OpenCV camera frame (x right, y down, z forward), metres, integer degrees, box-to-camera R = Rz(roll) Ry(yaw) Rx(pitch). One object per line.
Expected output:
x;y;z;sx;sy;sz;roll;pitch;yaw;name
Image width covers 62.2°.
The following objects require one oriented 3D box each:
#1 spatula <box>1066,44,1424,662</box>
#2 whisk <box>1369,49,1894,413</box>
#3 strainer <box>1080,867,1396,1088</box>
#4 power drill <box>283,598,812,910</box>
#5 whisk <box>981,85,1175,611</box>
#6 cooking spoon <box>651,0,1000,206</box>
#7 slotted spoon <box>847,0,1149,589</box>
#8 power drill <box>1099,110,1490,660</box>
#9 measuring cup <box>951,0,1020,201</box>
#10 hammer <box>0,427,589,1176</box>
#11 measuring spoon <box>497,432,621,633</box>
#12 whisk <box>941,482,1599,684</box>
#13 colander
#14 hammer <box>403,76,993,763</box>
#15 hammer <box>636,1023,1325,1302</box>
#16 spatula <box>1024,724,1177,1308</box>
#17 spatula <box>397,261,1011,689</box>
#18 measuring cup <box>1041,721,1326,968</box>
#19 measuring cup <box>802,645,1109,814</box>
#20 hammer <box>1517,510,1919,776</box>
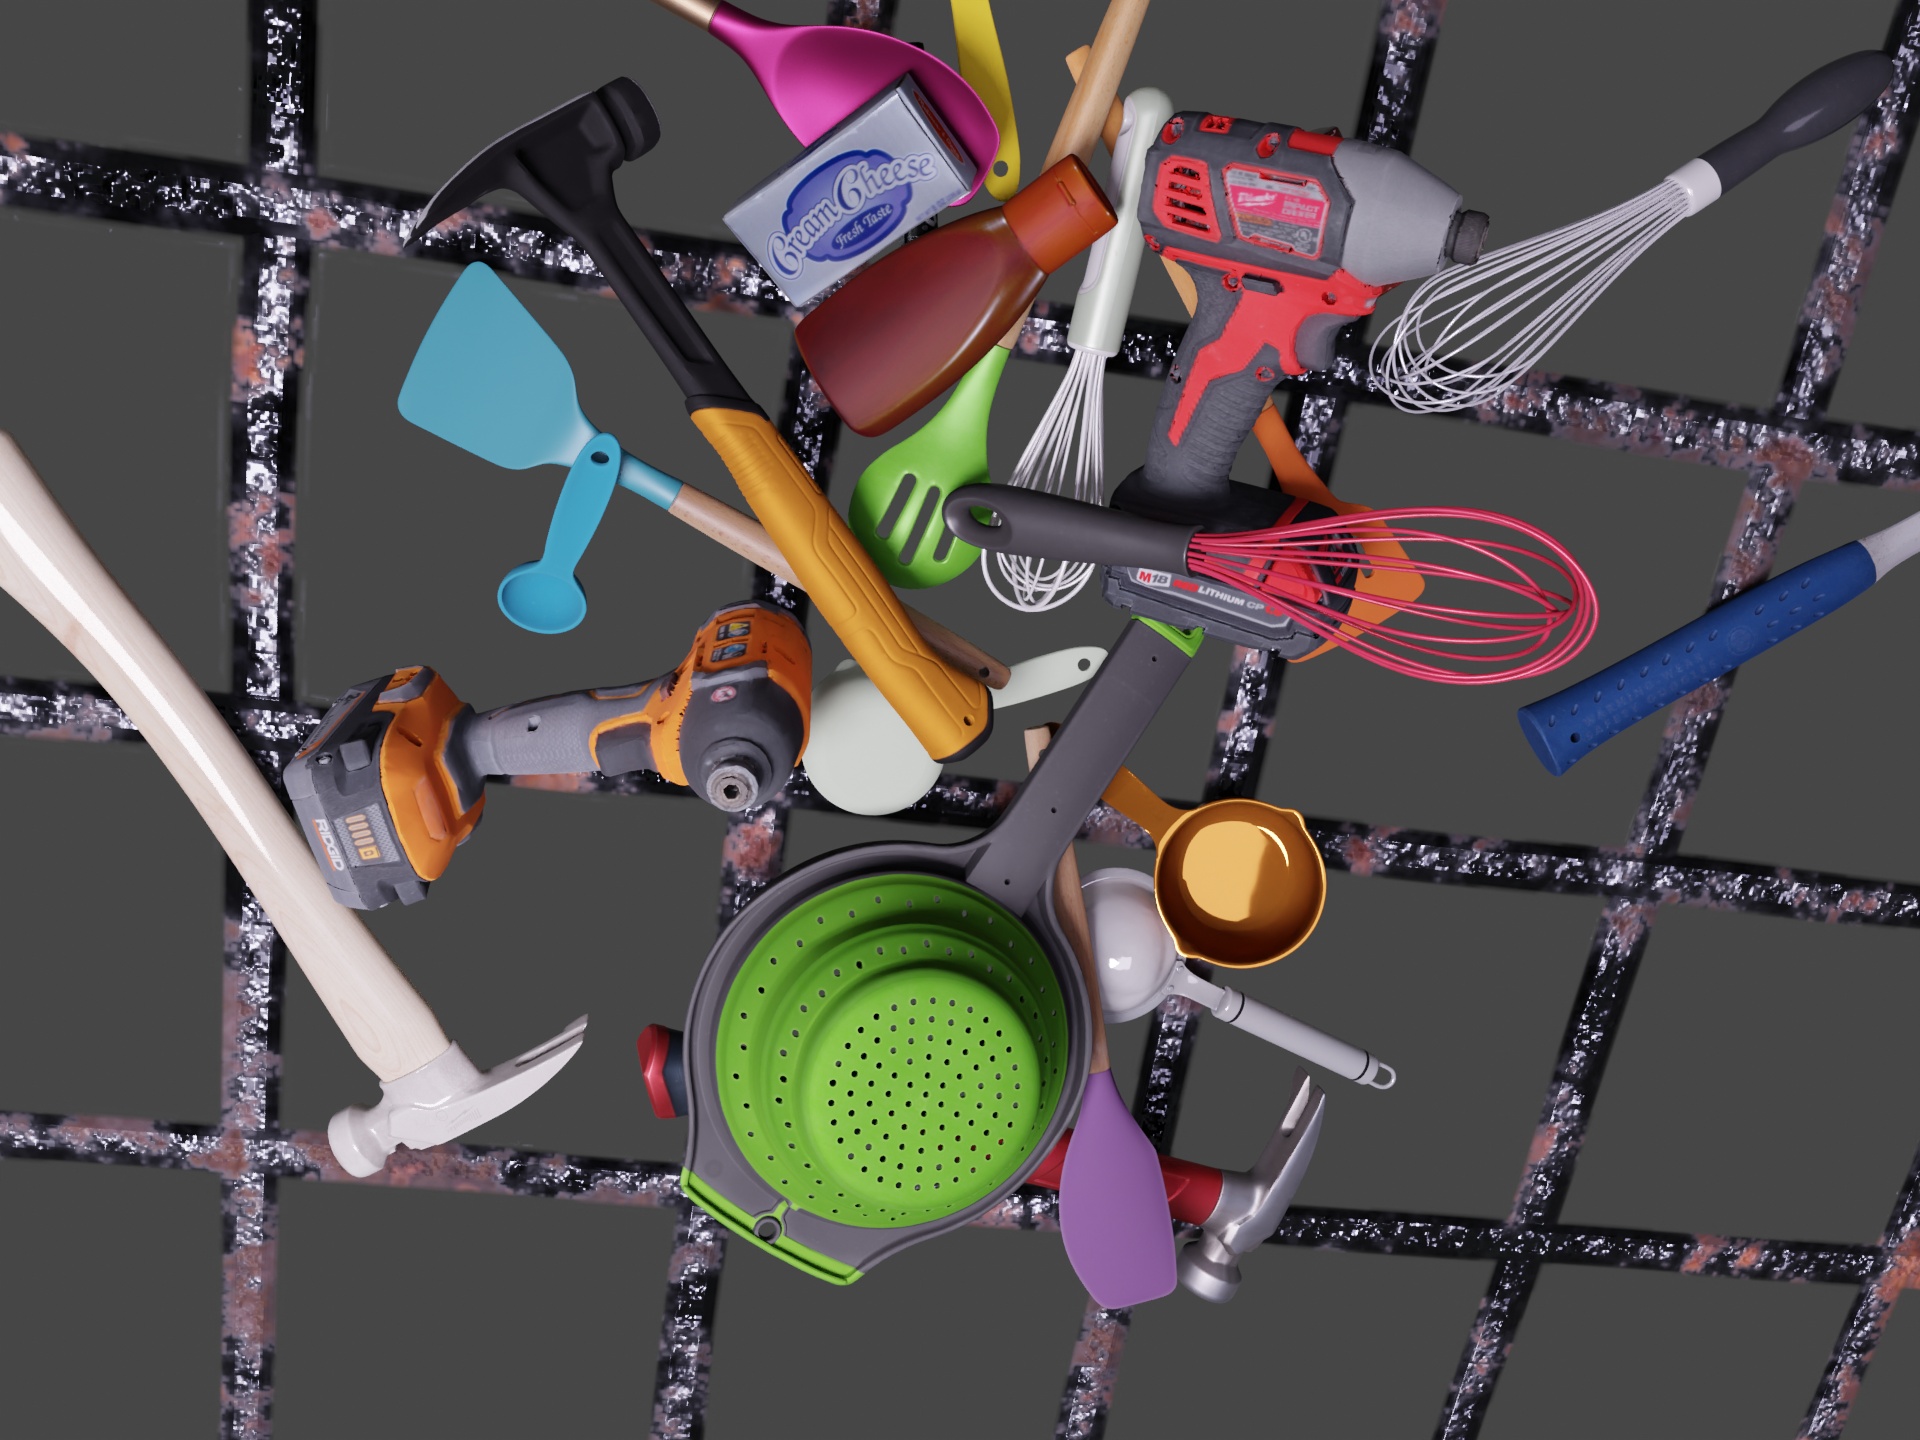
0.131;-0.172;0.771;0.081;0.041;0.322;-29;106;5;spatula
0.319;-0.235;0.755;0.284;0.070;0.070;-33;110;0;whisk
0.143;0.153;0.880;0.258;0.050;0.087;27;90;-18;strainer
-0.179;0.015;0.728;0.226;0.164;0.084;-13;113;0;power drill
0.059;-0.166;0.741;0.059;0.058;0.246;7;110;-16;whisk
-0.127;-0.315;0.679;0.318;0.017;0.068;27;130;-10;cooking spoon
0.024;-0.200;0.735;0.070;0.031;0.313;20;109;-9;slotted spoon
0.141;-0.147;0.705;0.143;0.078;0.219;18;124;19;power drill
0.007;-0.310;0.702;0.062;0.029;0.156;-13;109;-2;measuring cup
-0.347;0.041;0.786;0.146;0.038;0.410;-27;110;2;hammer
-0.182;-0.091;0.742;0.042;0.021;0.128;18;133;-20;measuring spoon
0.119;-0.070;0.679;0.296;0.073;0.073;13;113;29;whisk
0.019;0.096;0.757;0.204;0.094;0.397;35;85;-12;colander
-0.095;-0.113;0.711;0.127;0.034;0.336;-45;108;-31;hammer
0.017;0.211;0.853;0.386;0.038;0.143;20;101;-22;hammer
0.064;0.158;0.831;0.059;0.018;0.316;-10;97;-8;spatula
-0.111;-0.098;0.758;0.317;0.044;0.082;29;105;-16;spatula
0.113;0.057;0.842;0.174;0.052;0.095;39;96;8;measuring cup
-0.001;-0.003;0.806;0.167;0.038;0.083;-18;111;1;measuring cup
0.479;-0.093;0.830;0.405;0.035;0.144;-30;110;5;hammer
